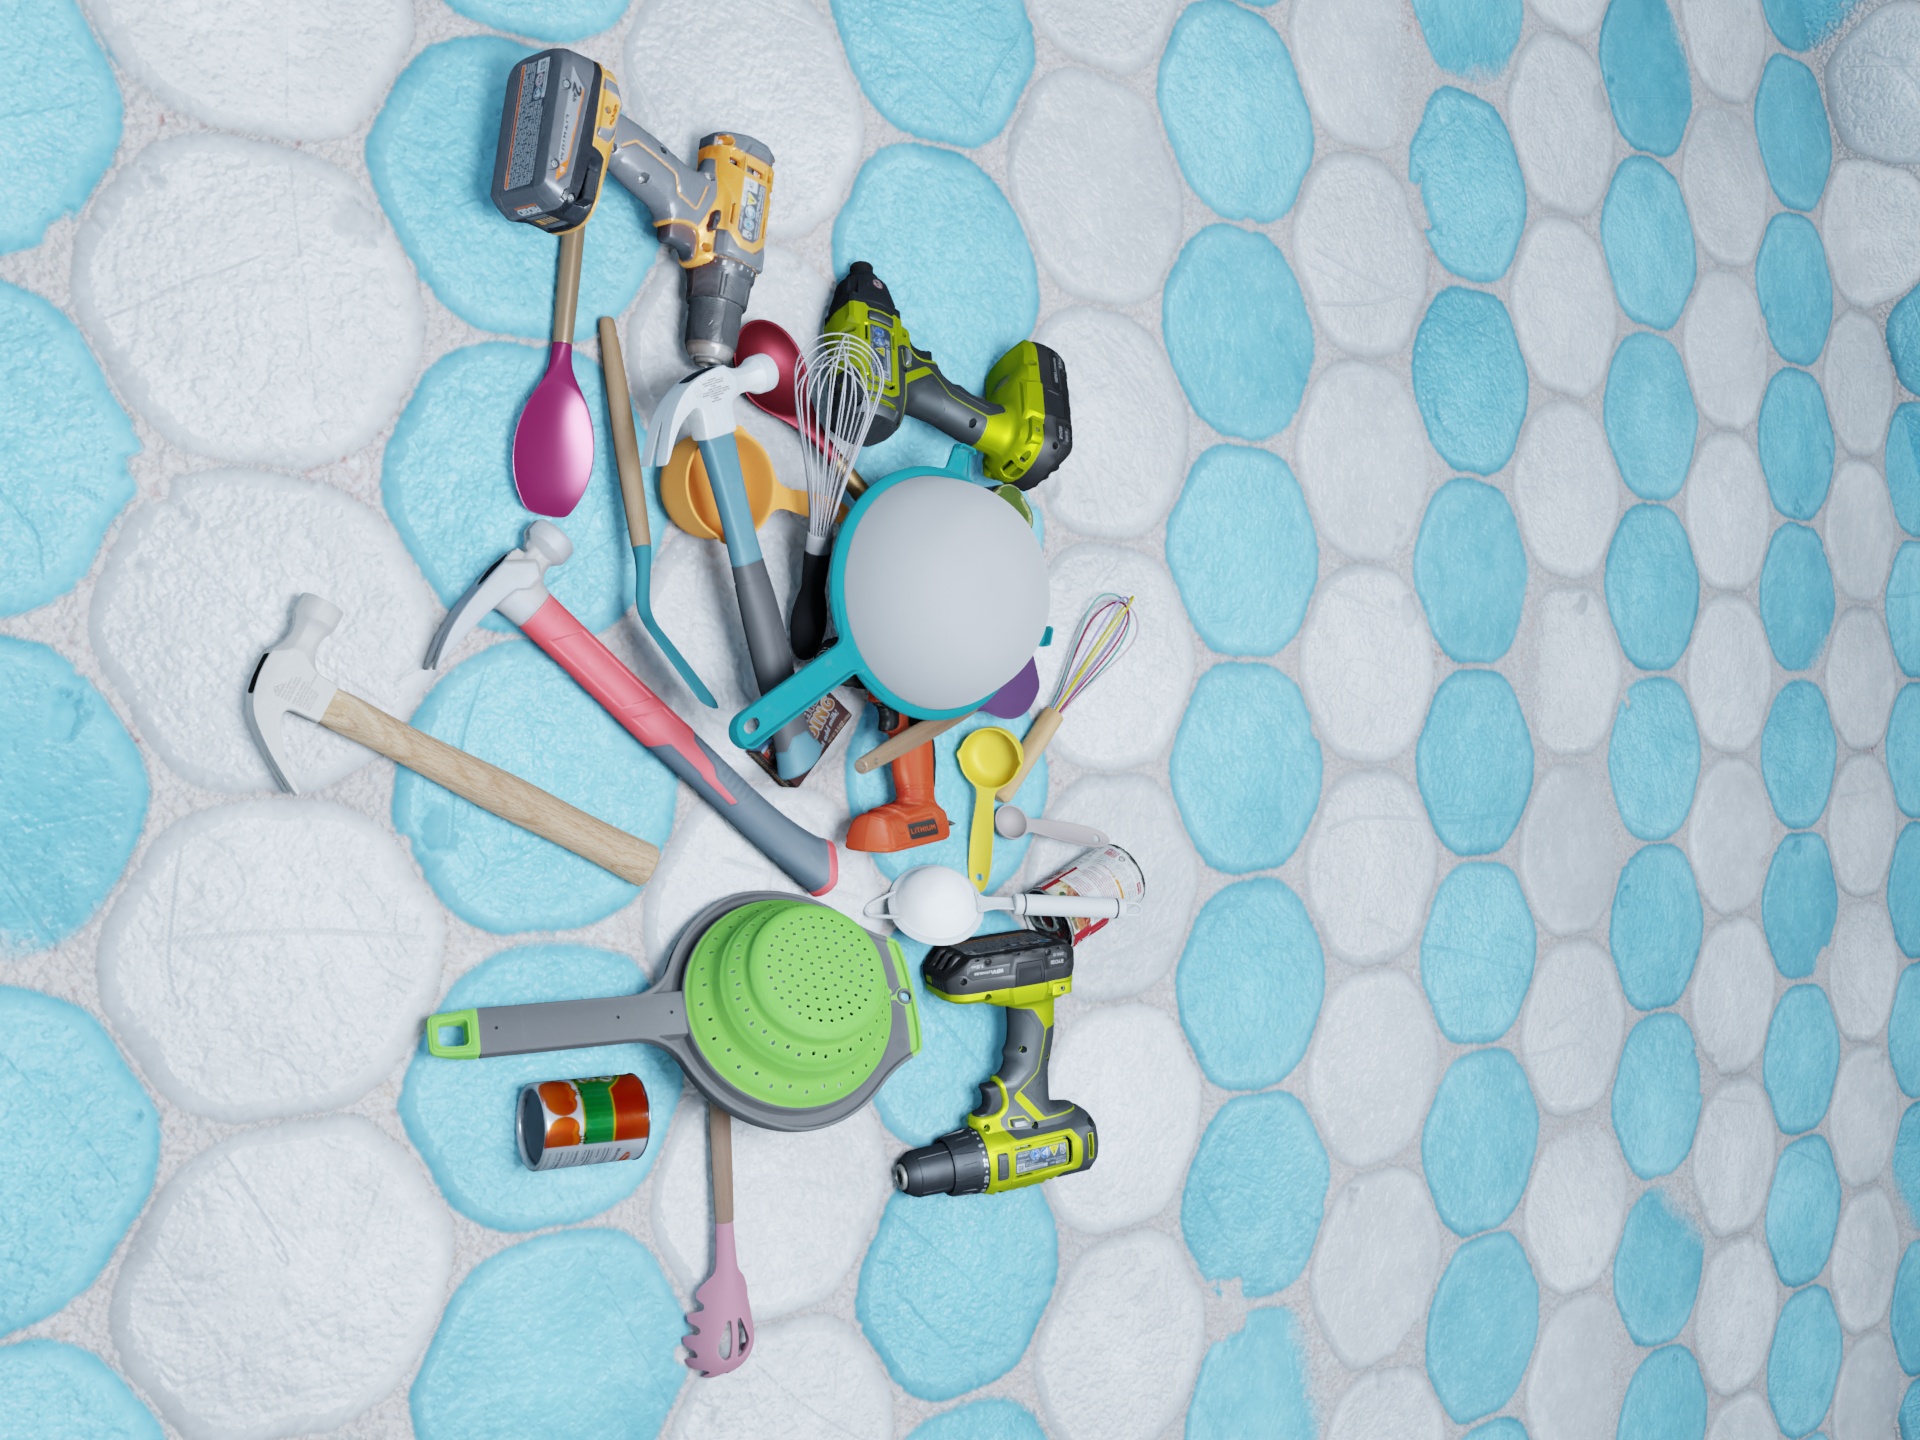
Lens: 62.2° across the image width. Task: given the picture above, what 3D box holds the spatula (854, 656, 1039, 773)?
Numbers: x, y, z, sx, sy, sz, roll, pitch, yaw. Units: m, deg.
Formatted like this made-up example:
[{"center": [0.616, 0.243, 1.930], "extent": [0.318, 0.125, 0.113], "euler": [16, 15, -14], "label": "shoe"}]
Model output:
[{"center": [-0.002, -0.004, 1.380], "extent": [0.316, 0.018, 0.059], "euler": [-29, 108, -57], "label": "spatula"}]

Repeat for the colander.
[{"center": [-0.198, 0.213, 1.221], "extent": [0.397, 0.094, 0.205], "euler": [0, 61, -28], "label": "colander"}]

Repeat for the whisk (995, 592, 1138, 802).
[{"center": [0.100, -0.026, 1.508], "extent": [0.051, 0.047, 0.245], "euler": [44, 69, -29], "label": "whisk"}]

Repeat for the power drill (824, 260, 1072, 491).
[{"center": [-0.014, -0.299, 1.388], "extent": [0.223, 0.080, 0.171], "euler": [15, 60, -33], "label": "power drill"}]

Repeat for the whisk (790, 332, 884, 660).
[{"center": [-0.109, -0.174, 1.286], "extent": [0.070, 0.070, 0.284], "euler": [-13, 127, -35], "label": "whisk"}]

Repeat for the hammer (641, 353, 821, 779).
[{"center": [-0.164, -0.113, 1.259], "extent": [0.128, 0.033, 0.331], "euler": [-27, 113, -40], "label": "hammer"}]

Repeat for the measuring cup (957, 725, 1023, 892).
[{"center": [0.026, 0.081, 1.460], "extent": [0.029, 0.062, 0.156], "euler": [-33, 129, -70], "label": "measuring cup"}]

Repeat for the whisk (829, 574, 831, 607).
[{"center": [-0.017, -0.097, 1.417], "extent": [0.246, 0.059, 0.057], "euler": [10, 124, -41], "label": "whisk"}]

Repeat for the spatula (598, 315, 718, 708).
[{"center": [-0.241, -0.162, 1.236], "extent": [0.044, 0.082, 0.317], "euler": [-10, 86, 2], "label": "spatula"}]

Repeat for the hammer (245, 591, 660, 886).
[{"center": [-0.365, 0.043, 1.176], "extent": [0.331, 0.031, 0.130], "euler": [33, 71, -32], "label": "hammer"}]

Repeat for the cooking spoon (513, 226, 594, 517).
[{"center": [-0.304, -0.315, 1.225], "extent": [0.068, 0.017, 0.319], "euler": [8, 86, -44], "label": "cooking spoon"}]

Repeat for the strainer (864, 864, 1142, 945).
[{"center": [0.045, 0.161, 1.420], "extent": [0.258, 0.050, 0.087], "euler": [4, 48, -18], "label": "strainer"}]

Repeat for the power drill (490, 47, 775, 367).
[{"center": [-0.242, -0.386, 1.220], "extent": [0.226, 0.084, 0.185], "euler": [12, 84, -49], "label": "power drill"}]

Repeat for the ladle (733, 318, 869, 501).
[{"center": [-0.088, -0.201, 1.348], "extent": [0.069, 0.031, 0.315], "euler": [-45, 105, -29], "label": "ladle"}]

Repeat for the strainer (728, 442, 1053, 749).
[{"center": [-0.037, -0.074, 1.253], "extent": [0.340, 0.095, 0.211], "euler": [-39, 113, -36], "label": "strainer"}]

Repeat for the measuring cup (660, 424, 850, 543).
[{"center": [-0.169, -0.185, 1.308], "extent": [0.173, 0.052, 0.095], "euler": [8, 89, -46], "label": "measuring cup"}]

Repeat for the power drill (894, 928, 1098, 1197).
[{"center": [0.028, 0.315, 1.435], "extent": [0.190, 0.080, 0.228], "euler": [-5, 96, -26], "label": "power drill"}]

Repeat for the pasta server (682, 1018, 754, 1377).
[{"center": [-0.199, 0.382, 1.306], "extent": [0.060, 0.040, 0.316], "euler": [-1, 87, -36], "label": "pasta server"}]

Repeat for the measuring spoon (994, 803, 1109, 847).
[{"center": [0.084, 0.105, 1.499], "extent": [0.124, 0.018, 0.034], "euler": [12, 62, -24], "label": "measuring spoon"}]

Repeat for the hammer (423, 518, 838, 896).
[{"center": [-0.240, 0.026, 1.263], "extent": [0.386, 0.038, 0.143], "euler": [47, 66, -27], "label": "hammer"}]
